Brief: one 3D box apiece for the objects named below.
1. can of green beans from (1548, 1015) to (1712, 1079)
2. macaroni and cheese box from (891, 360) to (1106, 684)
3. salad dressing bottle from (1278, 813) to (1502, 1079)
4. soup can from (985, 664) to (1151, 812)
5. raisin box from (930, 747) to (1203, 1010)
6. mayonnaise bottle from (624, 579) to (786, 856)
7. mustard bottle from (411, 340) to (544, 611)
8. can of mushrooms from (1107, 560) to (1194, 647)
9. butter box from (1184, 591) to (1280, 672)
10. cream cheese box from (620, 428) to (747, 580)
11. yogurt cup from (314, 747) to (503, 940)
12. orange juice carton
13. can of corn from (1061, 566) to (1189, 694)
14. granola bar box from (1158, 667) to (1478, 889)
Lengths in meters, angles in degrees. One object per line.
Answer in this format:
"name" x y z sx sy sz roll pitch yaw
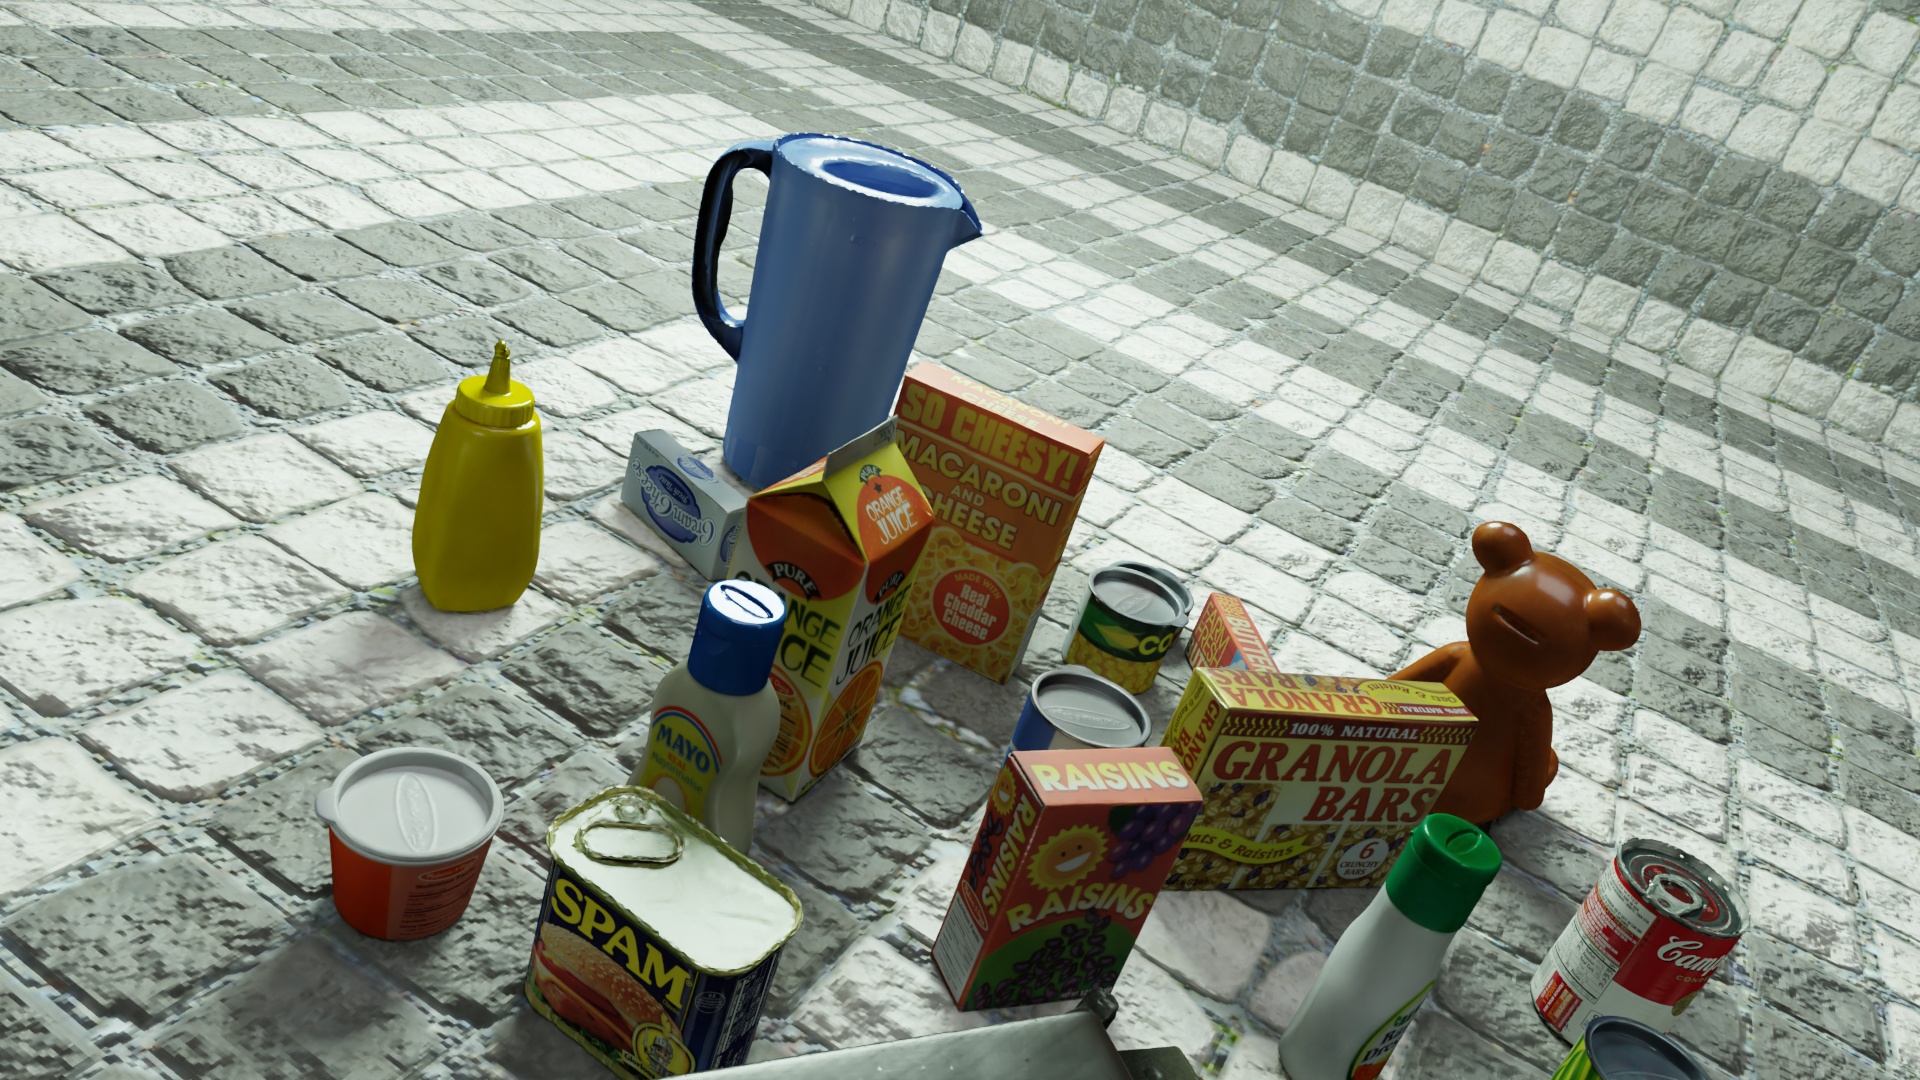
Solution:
"can of green beans" 0.312 0.269 0.653 0.071 0.057 0.071 15 27 -8
"macaroni and cheese box" 0.003 -0.011 0.856 0.124 0.165 0.040 25 27 11
"salad dressing bottle" 0.193 0.190 0.627 0.064 0.147 0.044 -11 39 -44
"soup can" 0.056 0.120 0.739 0.071 0.083 0.072 15 27 -8
"raisin box" 0.047 0.152 0.630 0.086 0.122 0.040 4 30 -27
"mayonnaise bottle" -0.113 0.087 0.622 0.065 0.147 0.041 30 29 21
"mustard bottle" -0.255 -0.037 0.748 0.065 0.159 0.049 -3 34 -36
"can of mushrooms" 0.129 0.045 0.977 0.071 0.033 0.071 15 27 -8
"butter box" 0.180 0.083 0.918 0.024 0.053 0.104 11 28 -15
"cream cheese box" -0.176 -0.024 0.889 0.104 0.053 0.024 37 32 31
"yogurt cup" -0.229 0.127 0.577 0.072 0.053 0.073 15 27 -8
"orange juice carton" -0.073 0.029 0.706 0.073 0.191 0.072 27 28 16
"can of corn" 0.107 0.060 0.909 0.071 0.058 0.071 15 27 -8
"granola bar box" 0.182 0.132 0.752 0.166 0.123 0.039 6 30 -24
